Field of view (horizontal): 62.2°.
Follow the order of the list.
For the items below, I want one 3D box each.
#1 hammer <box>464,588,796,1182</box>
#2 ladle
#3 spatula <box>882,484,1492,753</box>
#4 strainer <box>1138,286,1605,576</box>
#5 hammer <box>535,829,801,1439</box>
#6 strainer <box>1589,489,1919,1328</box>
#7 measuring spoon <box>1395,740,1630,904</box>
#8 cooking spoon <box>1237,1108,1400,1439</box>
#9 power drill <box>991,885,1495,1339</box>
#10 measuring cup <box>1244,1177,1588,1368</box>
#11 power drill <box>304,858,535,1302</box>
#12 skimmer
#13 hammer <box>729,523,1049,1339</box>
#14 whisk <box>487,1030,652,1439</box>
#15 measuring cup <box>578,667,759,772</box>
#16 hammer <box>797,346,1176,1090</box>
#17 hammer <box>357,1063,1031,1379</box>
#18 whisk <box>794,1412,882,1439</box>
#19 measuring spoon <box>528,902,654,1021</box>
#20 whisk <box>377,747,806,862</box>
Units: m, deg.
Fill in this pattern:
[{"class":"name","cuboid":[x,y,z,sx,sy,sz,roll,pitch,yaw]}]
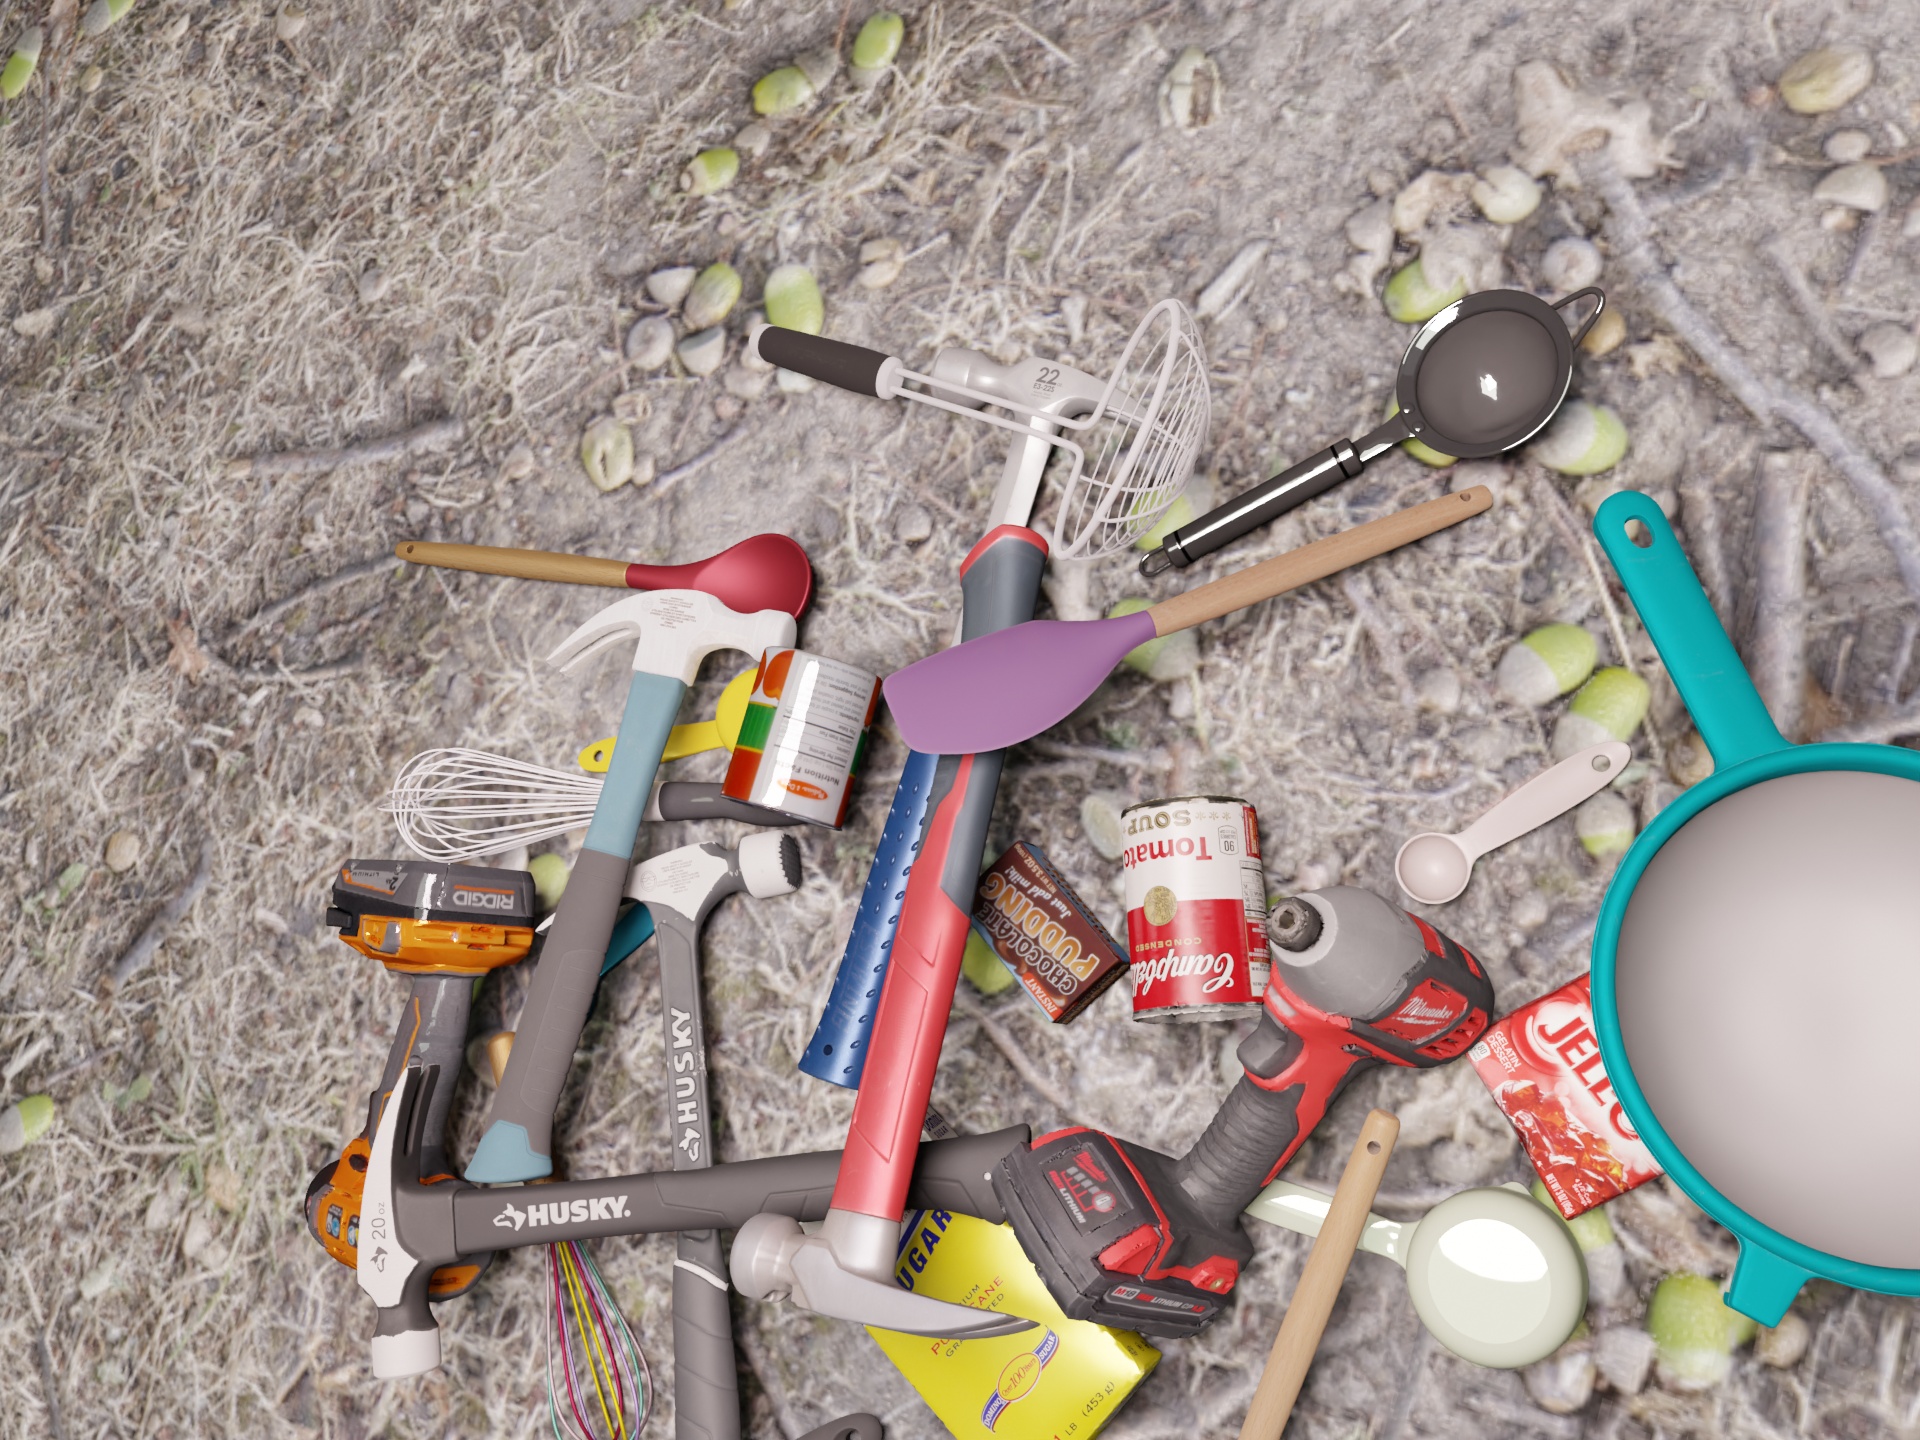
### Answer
[{"class":"hammer","cuboid":[-0.193,0.085,0.853,0.128,0.033,0.331,12,77,14]},{"class":"ladle","cuboid":[-0.221,-0.089,0.964,0.315,0.031,0.069,8,78,24]},{"class":"spatula","cuboid":[0.116,-0.054,0.768,0.316,0.018,0.060,-22,64,-8]},{"class":"strainer","cuboid":[0.203,-0.137,0.804,0.258,0.050,0.087,-28,63,19]},{"class":"hammer","cuboid":[-0.140,0.264,0.817,0.149,0.036,0.409,-12,68,12]},{"class":"strainer","cuboid":[0.340,0.065,0.671,0.211,0.095,0.341,-18,69,2]},{"class":"measuring spoon","cuboid":[0.262,0.047,0.753,0.124,0.018,0.034,-33,68,4]},{"class":"cooking spoon","cuboid":[0.132,0.317,0.702,0.069,0.017,0.319,23,100,24]},{"class":"power drill","cuboid":[0.124,0.165,0.697,0.219,0.143,0.079,-49,44,11]},{"class":"measuring cup","cuboid":[0.194,0.236,0.718,0.168,0.038,0.083,12,82,24]},{"class":"power drill","cuboid":[-0.315,0.194,0.895,0.164,0.084,0.226,-4,78,45]},{"class":"skimmer","cuboid":[-0.015,-0.175,0.818,0.364,0.090,0.127,26,96,41]},{"class":"hammer","cuboid":[0.004,0.081,0.743,0.143,0.038,0.386,-1,65,32]},{"class":"whisk","cuboid":[-0.220,0.285,0.869,0.051,0.047,0.245,-25,65,1]},{"class":"measuring cup","cuboid":[-0.157,0.007,0.913,0.156,0.029,0.062,-12,74,17]},{"class":"hammer","cuboid":[-0.001,-0.003,0.852,0.144,0.035,0.405,14,83,24]},{"class":"hammer","cuboid":[-0.130,0.226,0.771,0.335,0.035,0.146,-8,79,7]},{"class":"whisk","cuboid":[-0.139,0.416,0.802,0.239,0.055,0.055,-33,68,6]},{"class":"measuring spoon","cuboid":[-0.201,0.128,0.906,0.128,0.021,0.042,-45,66,6]},{"class":"whisk","cuboid":[-0.204,0.046,0.913,0.284,0.070,0.070,-1,77,15]}]
